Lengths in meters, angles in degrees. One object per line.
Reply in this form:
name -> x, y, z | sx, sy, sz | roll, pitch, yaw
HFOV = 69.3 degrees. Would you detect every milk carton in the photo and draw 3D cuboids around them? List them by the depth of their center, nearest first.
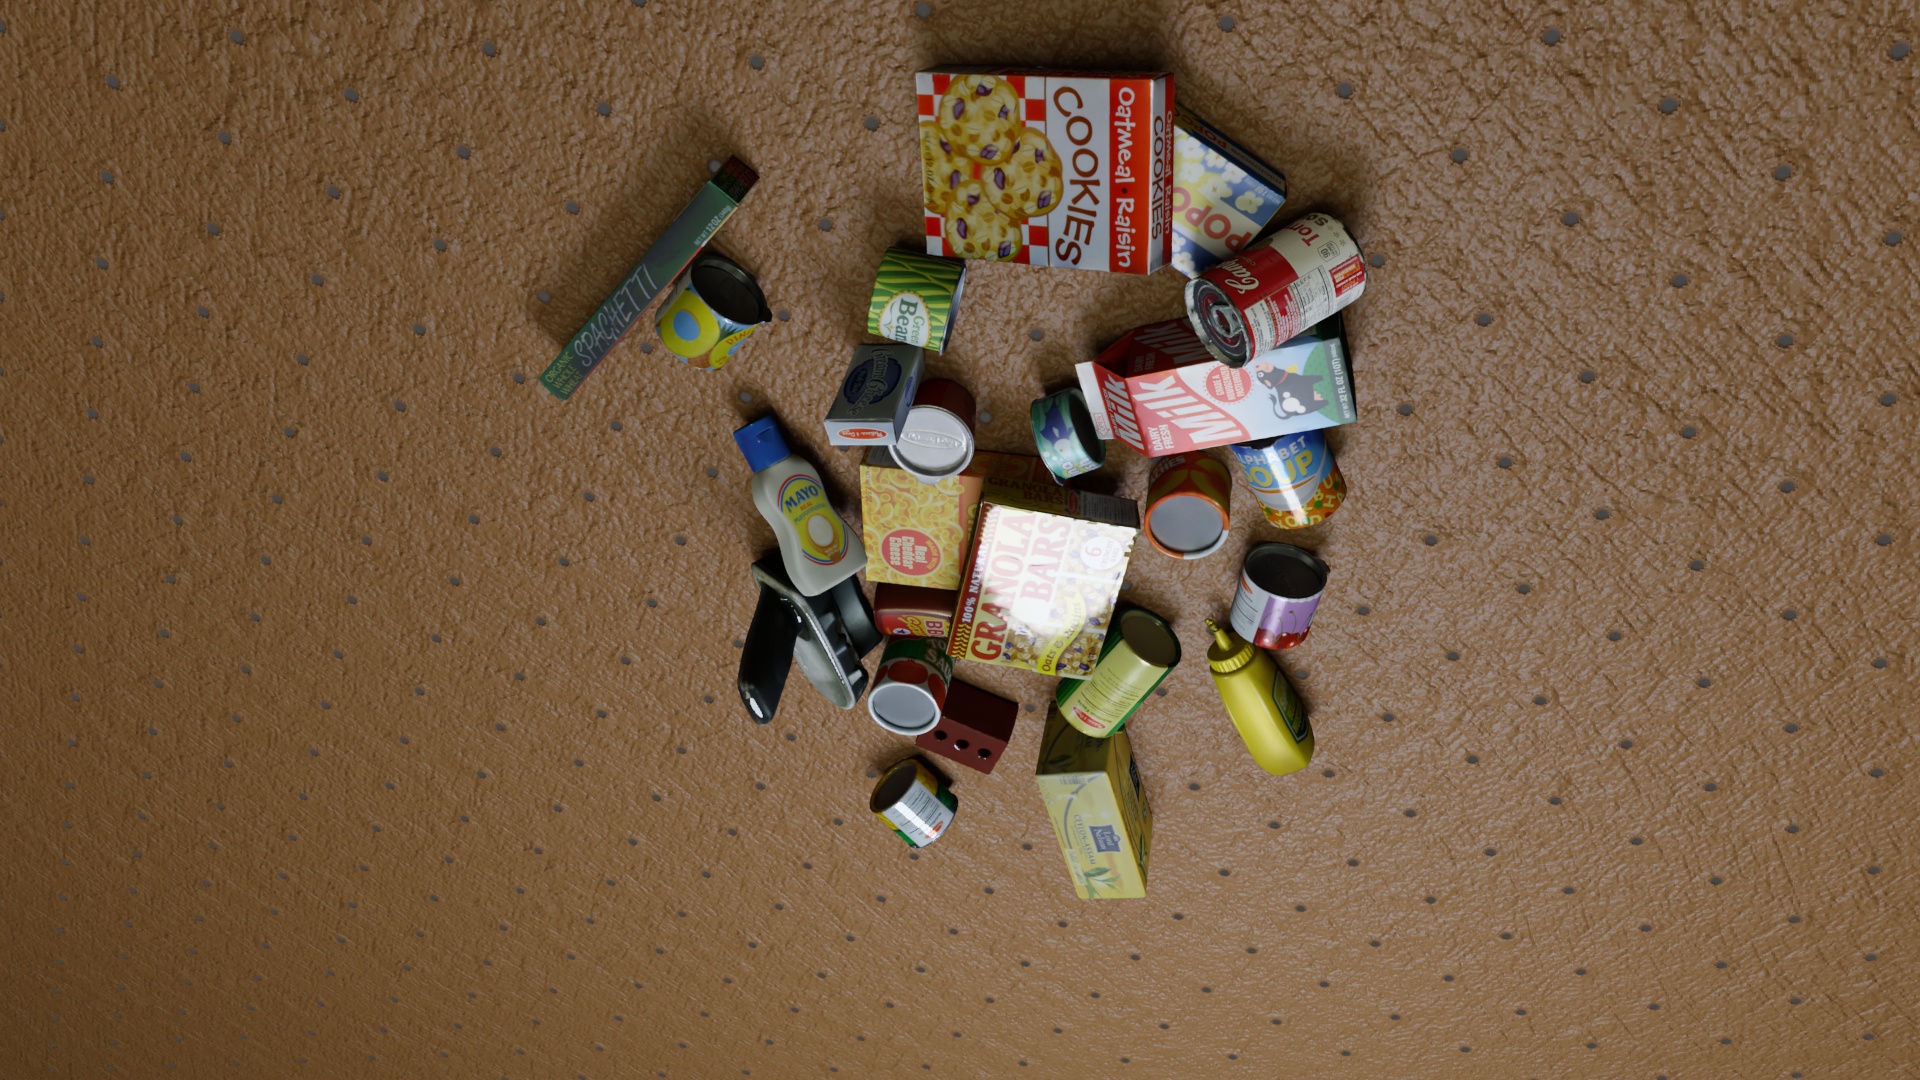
milk carton -> 0.182, -0.116, 1.002 | 0.190, 0.074, 0.072 | -9, 125, 19

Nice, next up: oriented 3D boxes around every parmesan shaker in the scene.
parmesan shaker -> 0.138, 0.115, 1.197 | 0.071, 0.072, 0.102 | 28, 127, -10

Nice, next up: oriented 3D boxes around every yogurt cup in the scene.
yogurt cup -> -0.019, -0.089, 1.081 | 0.072, 0.054, 0.072 | 6, 128, 8

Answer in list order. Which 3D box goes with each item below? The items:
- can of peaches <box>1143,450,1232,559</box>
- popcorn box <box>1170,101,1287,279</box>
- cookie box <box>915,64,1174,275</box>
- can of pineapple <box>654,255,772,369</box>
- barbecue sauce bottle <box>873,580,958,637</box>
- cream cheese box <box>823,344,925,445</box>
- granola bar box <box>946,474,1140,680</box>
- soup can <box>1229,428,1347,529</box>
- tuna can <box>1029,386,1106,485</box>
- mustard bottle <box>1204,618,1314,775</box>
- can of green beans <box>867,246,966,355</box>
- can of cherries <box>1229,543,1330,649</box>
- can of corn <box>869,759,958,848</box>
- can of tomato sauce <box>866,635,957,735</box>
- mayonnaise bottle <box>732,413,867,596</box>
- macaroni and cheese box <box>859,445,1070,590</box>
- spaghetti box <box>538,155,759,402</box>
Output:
can of peaches -> 0.175, -0.029, 1.081 | 0.071, 0.058, 0.070 | 6, 129, 8
popcorn box -> 0.144, -0.239, 0.937 | 0.126, 0.038, 0.084 | 31, 129, -11
cookie box -> 0.056, -0.245, 0.911 | 0.167, 0.040, 0.122 | 11, 119, 27
can of pineapple -> -0.187, -0.170, 1.049 | 0.071, 0.071, 0.057 | 37, 127, -16
barbecue sauce bottle -> 0.003, 0.062, 1.196 | 0.148, 0.044, 0.064 | 3, 157, 8
cream cheese box -> -0.063, -0.111, 1.043 | 0.053, 0.104, 0.024 | 1, 130, 13
granola bar box -> 0.063, 0.033, 1.112 | 0.124, 0.039, 0.164 | 10, 127, -3
soup can -> 0.243, -0.058, 1.035 | 0.071, 0.072, 0.083 | -18, 122, 24
tuna can -> 0.083, -0.079, 1.055 | 0.033, 0.071, 0.071 | -19, 121, 25
mustard bottle -> 0.249, 0.127, 1.184 | 0.048, 0.066, 0.160 | -20, 117, 31
can of green beans -> -0.032, -0.175, 1.009 | 0.058, 0.071, 0.070 | 15, 129, 2
can of cherries -> 0.257, 0.045, 1.116 | 0.071, 0.072, 0.058 | 10, 129, 5
can of corn -> -0.047, 0.254, 1.350 | 0.071, 0.071, 0.058 | -31, 115, 31
can of tomato sauce -> -0.040, 0.120, 1.230 | 0.071, 0.083, 0.070 | 7, 129, 8
mayonnaise bottle -> -0.136, -0.031, 1.136 | 0.041, 0.065, 0.148 | -9, 111, 62
macaroni and cheese box -> 0.004, -0.014, 1.143 | 0.166, 0.040, 0.123 | 6, 129, 8
spaghetti box -> -0.240, -0.193, 1.054 | 0.028, 0.050, 0.249 | 41, 125, -16
